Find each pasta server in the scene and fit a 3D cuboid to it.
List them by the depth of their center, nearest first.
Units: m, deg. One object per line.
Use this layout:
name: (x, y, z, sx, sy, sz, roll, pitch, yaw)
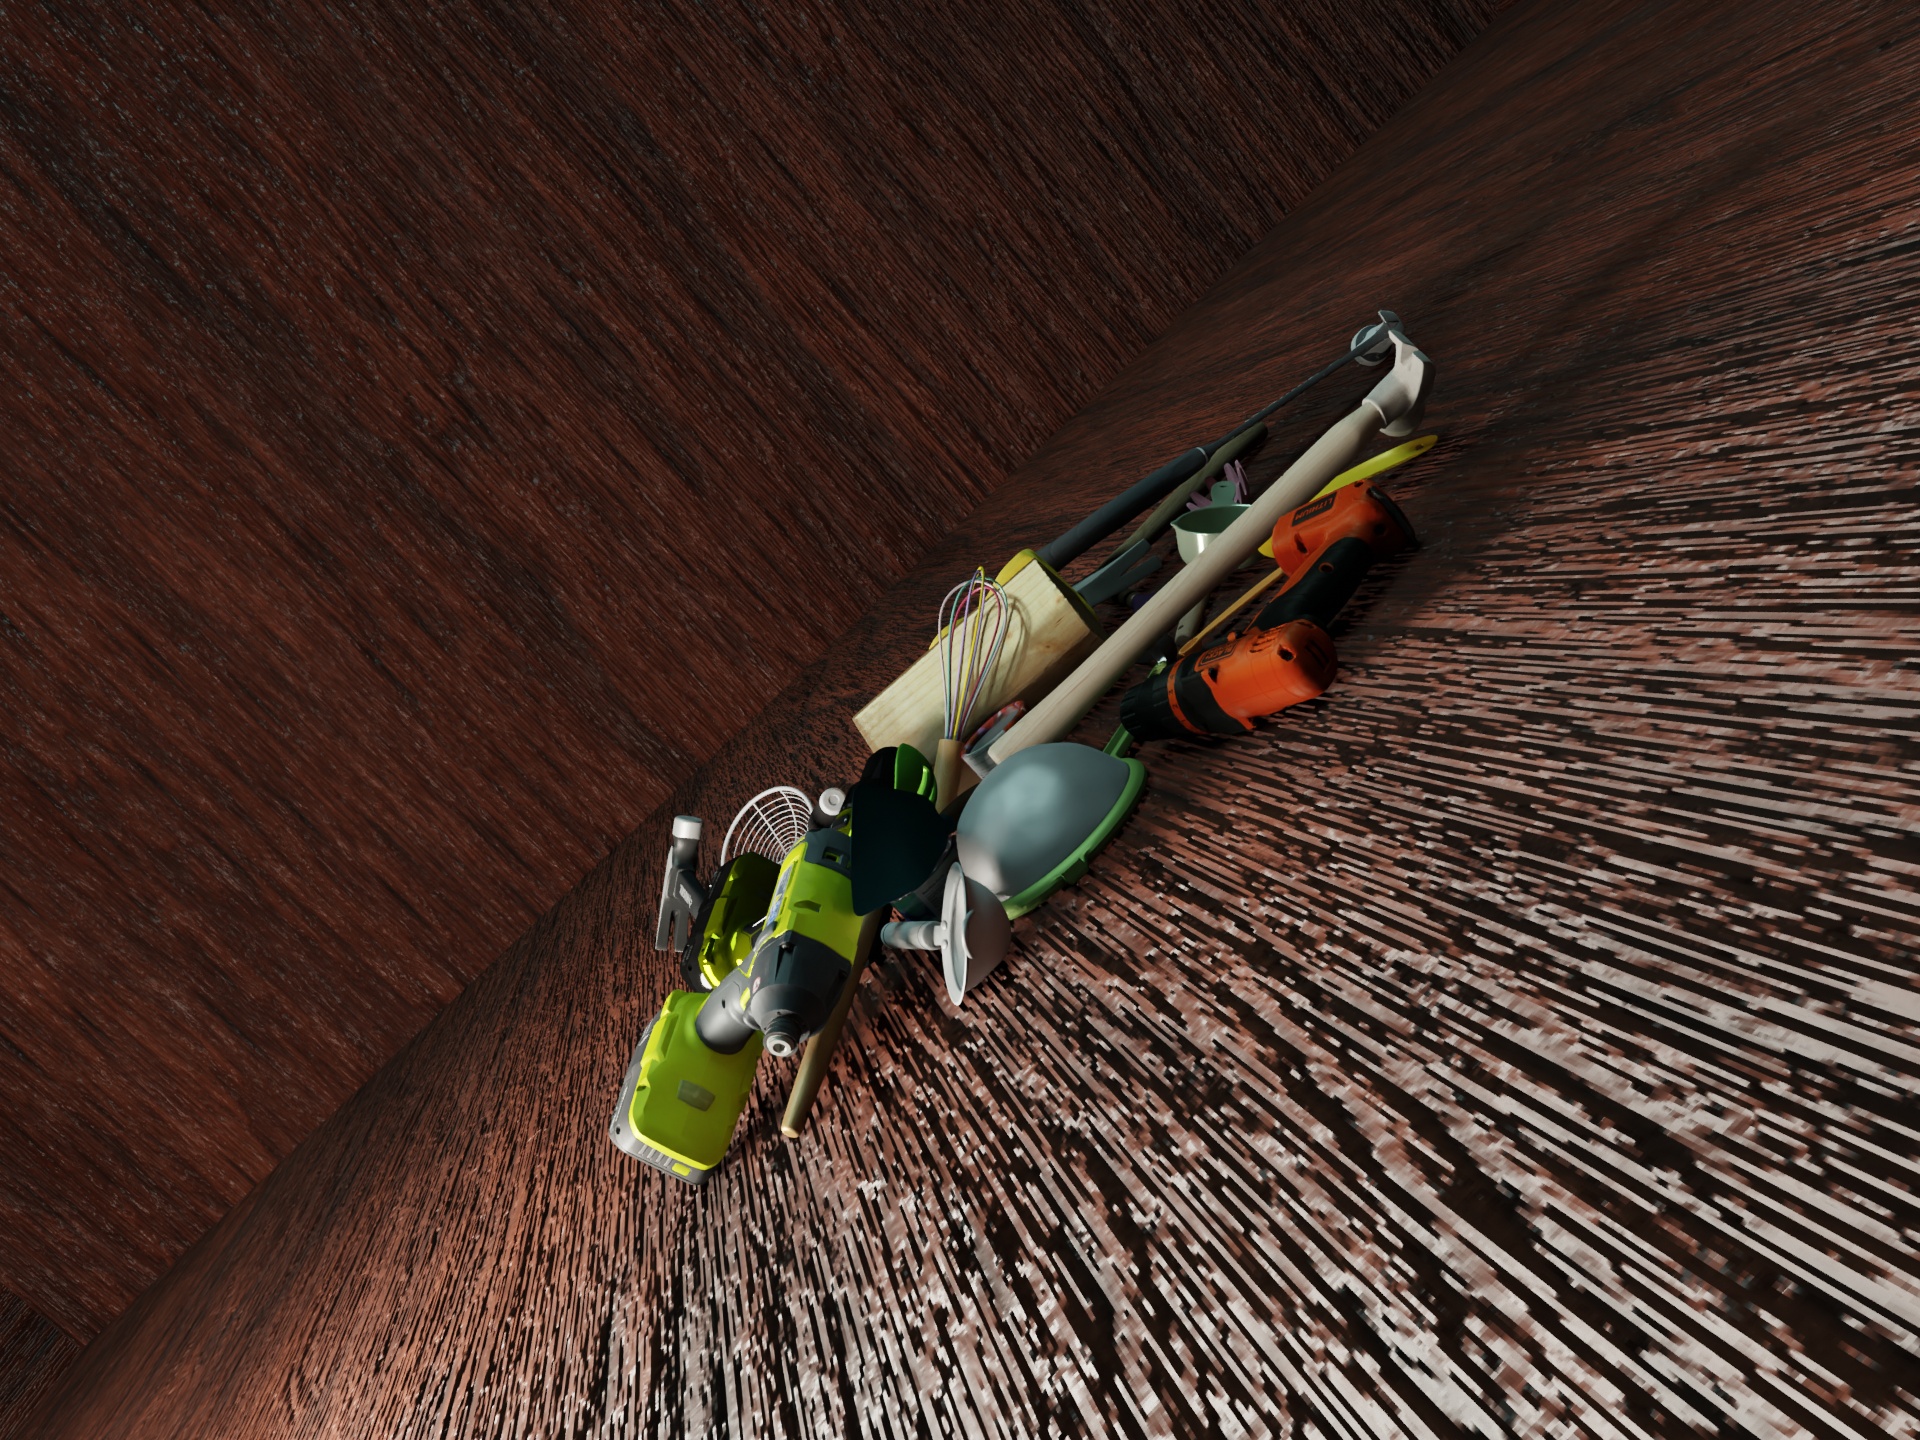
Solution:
pasta server: (0.208, -0.142, 1.352, 0.060, 0.040, 0.316, -34, 15, 31)

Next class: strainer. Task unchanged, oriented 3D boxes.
strainer: (-0.014, 0.139, 1.036, 0.258, 0.050, 0.087, 157, 114, -71)
strainer: (0.073, 0.026, 1.089, 0.151, 0.069, 0.256, -30, 18, 52)

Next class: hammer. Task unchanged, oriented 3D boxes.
hammer: (0.175, -0.109, 1.133, 0.410, 0.038, 0.146, -44, -14, 5)
hammer: (0.237, -0.253, 1.475, 0.409, 0.036, 0.149, -34, 0, 3)
hammer: (0.206, -0.204, 1.558, 0.331, 0.031, 0.130, -44, 14, -32)
hammer: (-0.261, 0.199, 1.617, 0.335, 0.035, 0.146, -159, 78, -69)

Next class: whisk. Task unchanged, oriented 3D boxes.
whisk: (-0.002, -0.004, 1.268, 0.047, 0.051, 0.245, 0, 77, 50)

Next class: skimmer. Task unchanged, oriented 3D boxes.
skimmer: (-0.169, 0.098, 1.503, 0.363, 0.090, 0.127, 131, 159, -73)

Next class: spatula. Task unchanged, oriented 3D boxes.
spatula: (-0.018, 0.067, 1.119, 0.044, 0.082, 0.317, 1, 5, 10)
spatula: (0.160, -0.113, 1.467, 0.060, 0.018, 0.316, -38, 11, -1)

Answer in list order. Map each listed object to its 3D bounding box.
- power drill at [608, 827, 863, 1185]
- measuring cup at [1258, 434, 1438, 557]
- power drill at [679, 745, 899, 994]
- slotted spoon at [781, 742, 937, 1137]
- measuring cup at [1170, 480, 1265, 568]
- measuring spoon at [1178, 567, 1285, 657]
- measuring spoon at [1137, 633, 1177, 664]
power drill: (-0.139, 0.193, 1.025, 0.223, 0.080, 0.171, -52, 16, 32)
measuring cup: (0.292, -0.169, 1.205, 0.156, 0.029, 0.062, -25, 31, 20)
power drill: (-0.121, 0.131, 1.277, 0.228, 0.080, 0.191, -33, 32, 43)
slotted spoon: (-0.065, 0.141, 1.086, 0.031, 0.070, 0.314, 3, 49, 20)
measuring cup: (0.219, -0.163, 1.322, 0.083, 0.038, 0.168, -4, 22, 12)
measuring spoon: (0.211, -0.084, 1.192, 0.117, 0.011, 0.021, -39, 9, 0)
measuring spoon: (0.150, -0.059, 1.264, 0.018, 0.034, 0.124, -33, 5, -5)
